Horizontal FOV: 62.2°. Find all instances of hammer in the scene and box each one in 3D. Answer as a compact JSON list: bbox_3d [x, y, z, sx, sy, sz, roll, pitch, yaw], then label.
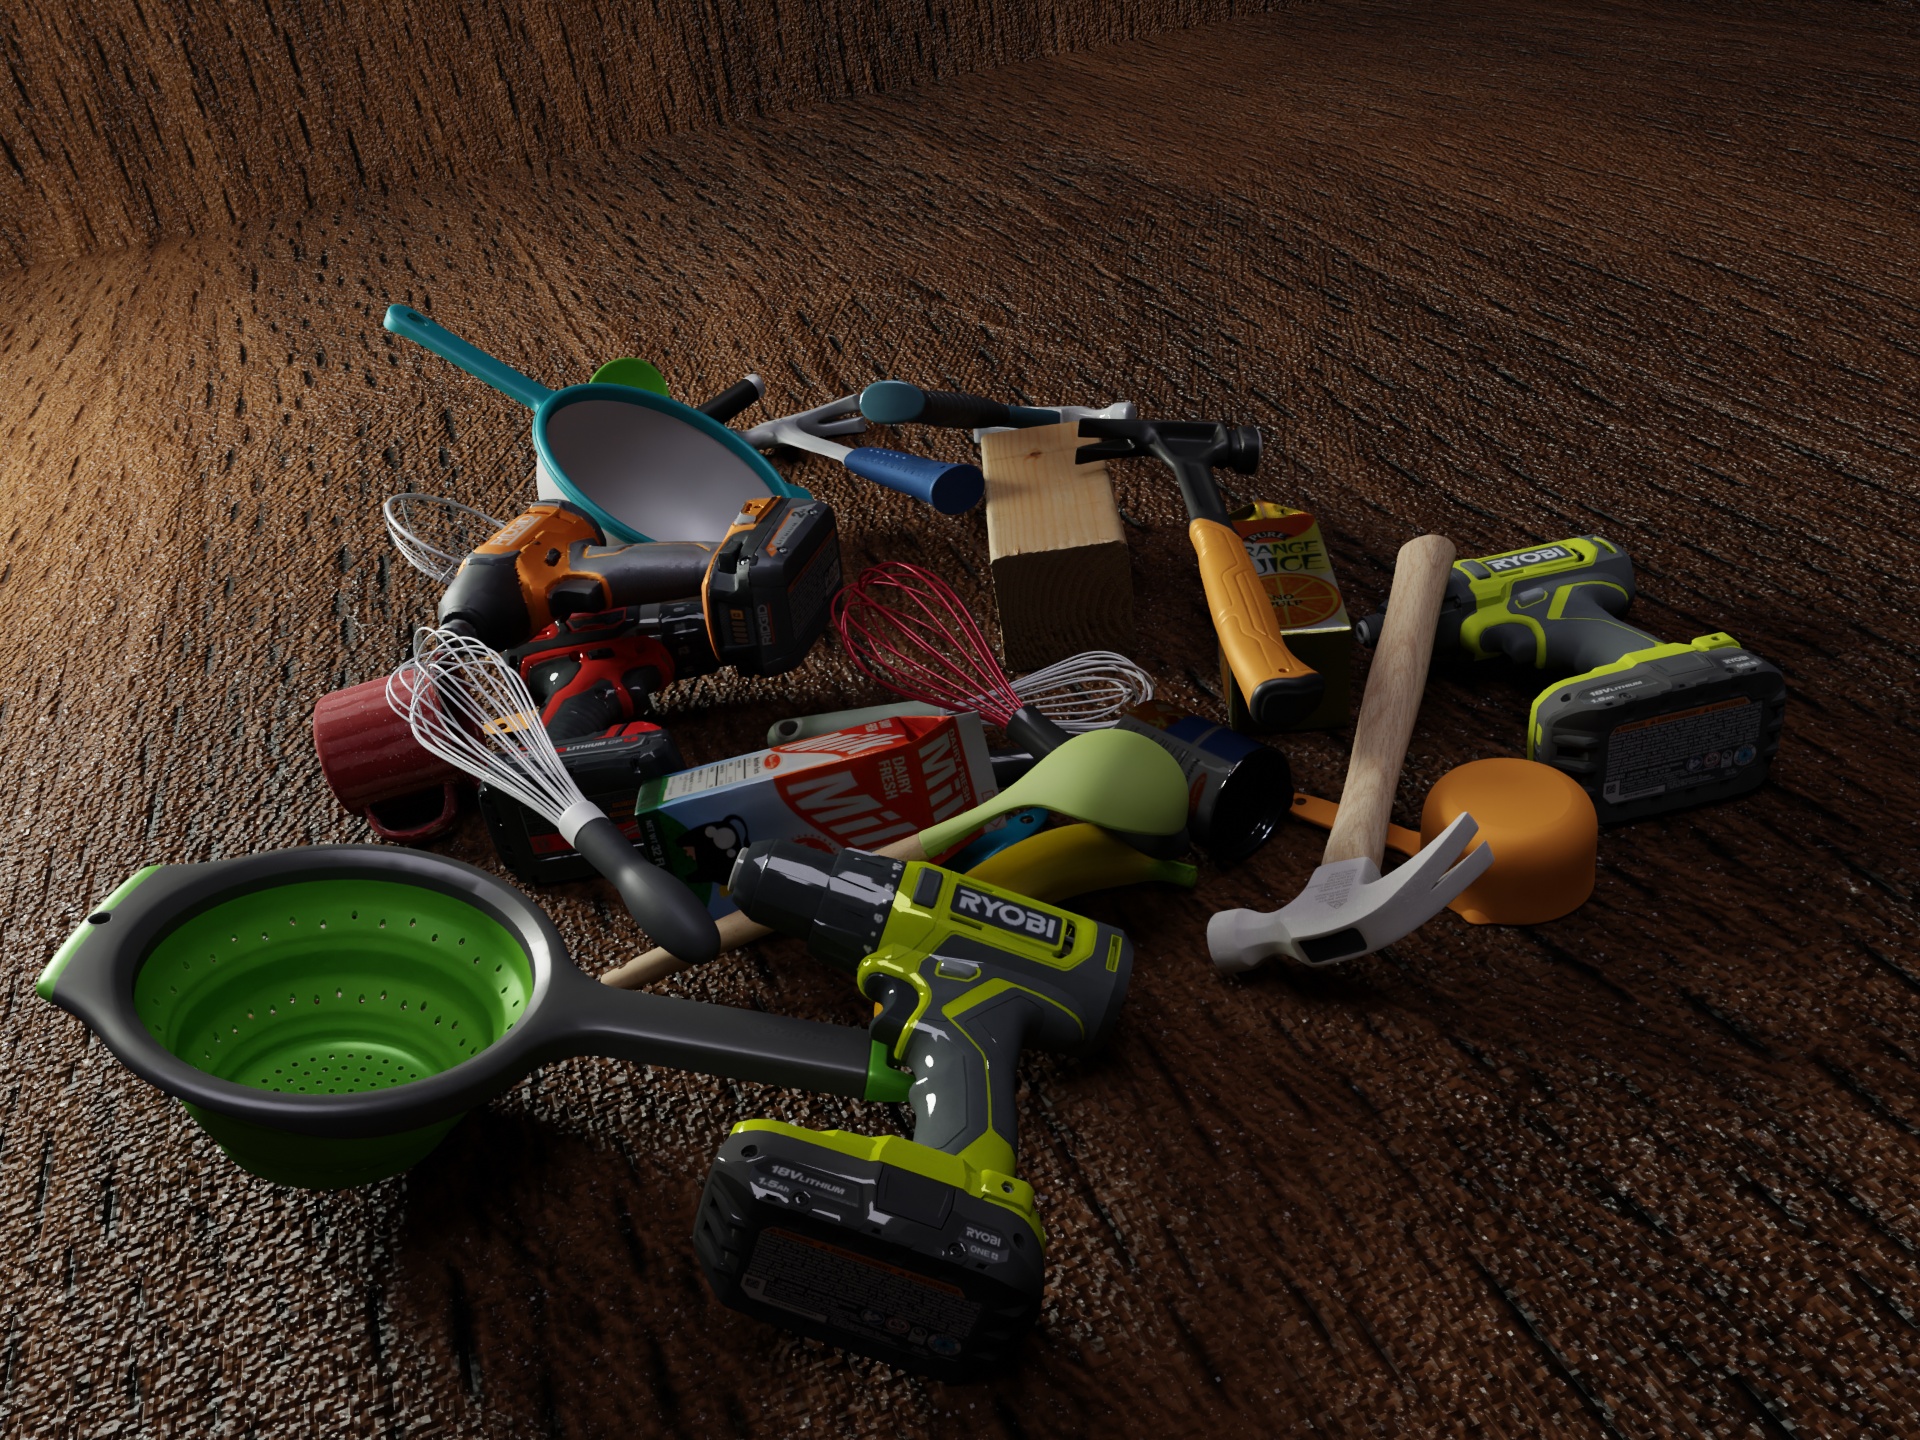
[{"bbox_3d":[0.022,-0.239,1.237,0.128,0.033,0.331,3,8,26],"label":"hammer"},{"bbox_3d":[0.231,0.001,0.856,0.130,0.031,0.331,-16,31,37],"label":"hammer"},{"bbox_3d":[0.151,-0.102,0.966,0.127,0.034,0.337,2,34,-5],"label":"hammer"},{"bbox_3d":[-0.080,-0.213,1.273,0.144,0.035,0.406,-20,23,-19],"label":"hammer"}]

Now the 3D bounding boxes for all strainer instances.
[{"bbox_3d":[-0.287,-0.185,1.189,0.340,0.095,0.211,31,32,-5],"label":"strainer"}]

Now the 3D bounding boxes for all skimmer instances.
[{"bbox_3d":[-0.300,-0.216,1.310,0.127,0.090,0.363,36,58,23],"label":"skimmer"}]

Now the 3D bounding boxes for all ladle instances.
[{"bbox_3d":[-0.036,0.085,0.812,0.320,0.062,0.078,-24,12,9],"label":"ladle"}]

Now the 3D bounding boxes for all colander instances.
[{"bbox_3d":[-0.210,0.164,0.749,0.397,0.094,0.205,10,25,-4],"label":"colander"}]

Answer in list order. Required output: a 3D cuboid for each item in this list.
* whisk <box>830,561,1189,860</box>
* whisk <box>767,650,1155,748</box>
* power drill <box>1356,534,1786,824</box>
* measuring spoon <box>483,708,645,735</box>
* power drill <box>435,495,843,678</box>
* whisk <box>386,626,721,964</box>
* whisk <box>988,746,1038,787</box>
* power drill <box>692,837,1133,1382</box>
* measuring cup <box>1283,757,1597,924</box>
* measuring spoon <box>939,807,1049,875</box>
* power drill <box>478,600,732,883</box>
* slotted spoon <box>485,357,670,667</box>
[{"bbox_3d":[0.023,-0.010,0.907,0.073,0.073,0.296,-28,48,-28],"label":"whisk"},{"bbox_3d":[-0.002,-0.003,0.987,0.246,0.059,0.058,-8,49,10],"label":"whisk"},{"bbox_3d":[0.348,-0.034,0.928,0.171,0.080,0.223,-12,29,-6],"label":"power drill"},{"bbox_3d":[-0.268,0.000,1.077,0.117,0.011,0.021,-9,36,5],"label":"measuring spoon"},{"bbox_3d":[-0.201,-0.079,0.975,0.226,0.084,0.164,2,29,13],"label":"power drill"},{"bbox_3d":[-0.214,0.036,0.830,0.070,0.070,0.285,-31,53,-31],"label":"whisk"},{"bbox_3d":[0.010,0.028,0.937,0.239,0.055,0.055,-5,32,-3],"label":"whisk"},{"bbox_3d":[-0.031,0.146,0.687,0.190,0.080,0.229,19,36,0],"label":"power drill"},{"bbox_3d":[0.247,0.047,0.840,0.174,0.052,0.095,17,40,31],"label":"measuring cup"},{"bbox_3d":[-0.001,0.074,0.884,0.128,0.021,0.042,-30,38,-27],"label":"measuring spoon"},{"bbox_3d":[-0.201,-0.006,0.997,0.188,0.080,0.227,-9,34,-1],"label":"power drill"},{"bbox_3d":[-0.302,-0.165,1.240,0.031,0.070,0.314,-34,32,49],"label":"slotted spoon"}]
